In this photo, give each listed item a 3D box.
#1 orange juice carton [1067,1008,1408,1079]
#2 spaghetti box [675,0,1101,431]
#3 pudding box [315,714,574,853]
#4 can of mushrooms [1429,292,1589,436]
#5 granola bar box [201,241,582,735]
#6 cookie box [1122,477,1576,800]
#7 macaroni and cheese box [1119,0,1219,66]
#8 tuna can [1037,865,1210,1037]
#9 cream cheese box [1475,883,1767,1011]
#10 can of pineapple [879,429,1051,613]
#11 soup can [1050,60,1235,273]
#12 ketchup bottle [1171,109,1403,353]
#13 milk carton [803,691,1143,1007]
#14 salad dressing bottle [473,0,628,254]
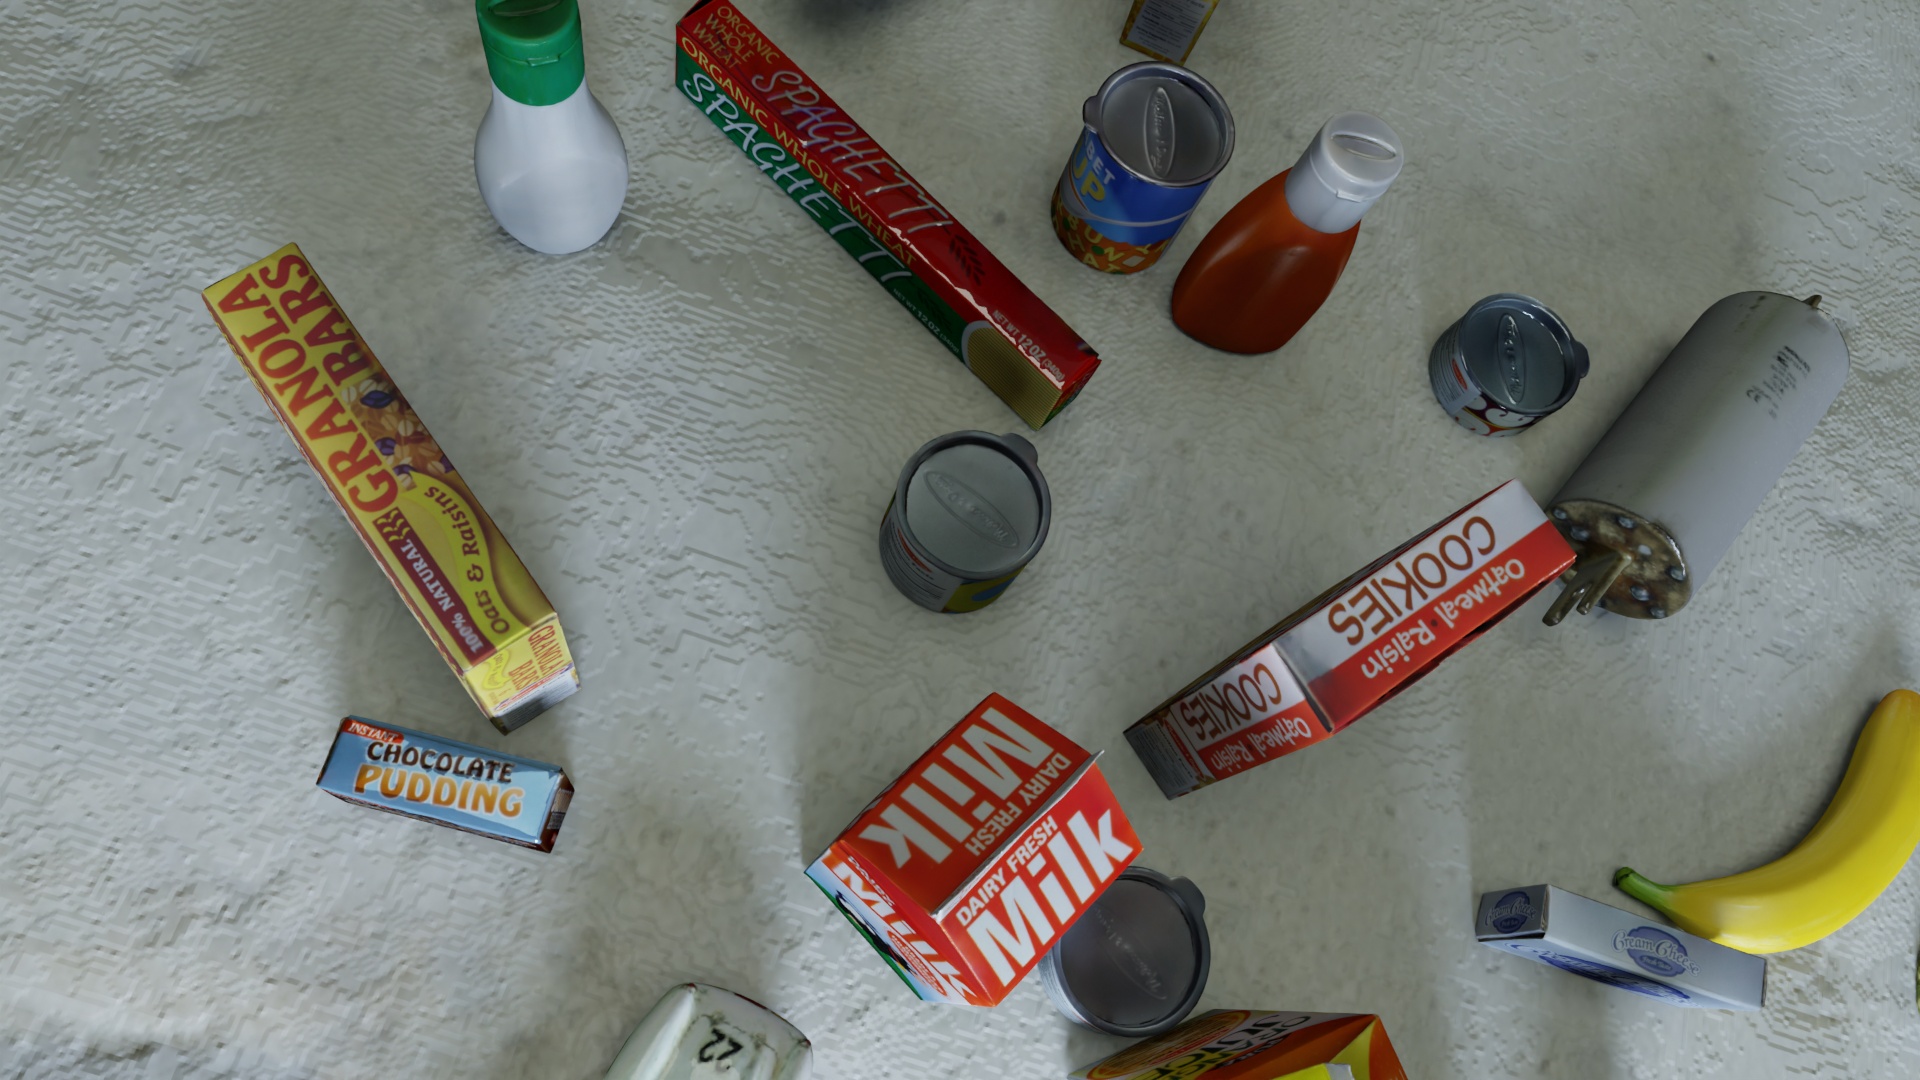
[{"bbox_3d":[0.105,0.209,0.477,0.073,0.192,0.072,-18,77,-17],"label":"orange juice carton"},{"bbox_3d":[-0.039,-0.152,0.644,0.250,0.050,0.029,44,69,5],"label":"spaghetti box"},{"bbox_3d":[-0.194,0.093,0.529,0.084,0.049,0.030,16,70,-6],"label":"pudding box"},{"bbox_3d":[0.275,-0.087,0.697,0.071,0.033,0.071,4,71,-11],"label":"can of mushrooms"},{"bbox_3d":[-0.208,-0.012,0.522,0.039,0.123,0.165,-35,82,-20],"label":"granola bar box"},{"bbox_3d":[0.147,0.046,0.554,0.123,0.167,0.040,-31,81,-19],"label":"cookie box"},{"bbox_3d":[0.136,-0.334,0.680,0.040,0.166,0.124,22,69,-4],"label":"macaroni and cheese box"},{"bbox_3d":[0.067,0.166,0.569,0.071,0.032,0.071,4,71,-11],"label":"tuna can"},{"bbox_3d":[0.283,0.177,0.600,0.104,0.053,0.024,19,69,-5],"label":"cream cheese box"},{"bbox_3d":[0.002,-0.008,0.600,0.071,0.057,0.071,4,71,-11],"label":"can of pineapple"},{"bbox_3d":[0.081,-0.175,0.659,0.071,0.083,0.071,4,71,-11],"label":"soup can"},{"bbox_3d":[0.148,-0.135,0.625,0.065,0.148,0.044,13,70,-7],"label":"ketchup bottle"},{"bbox_3d":[0.001,0.112,0.489,0.072,0.190,0.073,-42,84,-20],"label":"milk carton"},{"bbox_3d":[-0.171,-0.173,0.571,0.064,0.147,0.044,-18,77,-17],"label":"salad dressing bottle"}]
